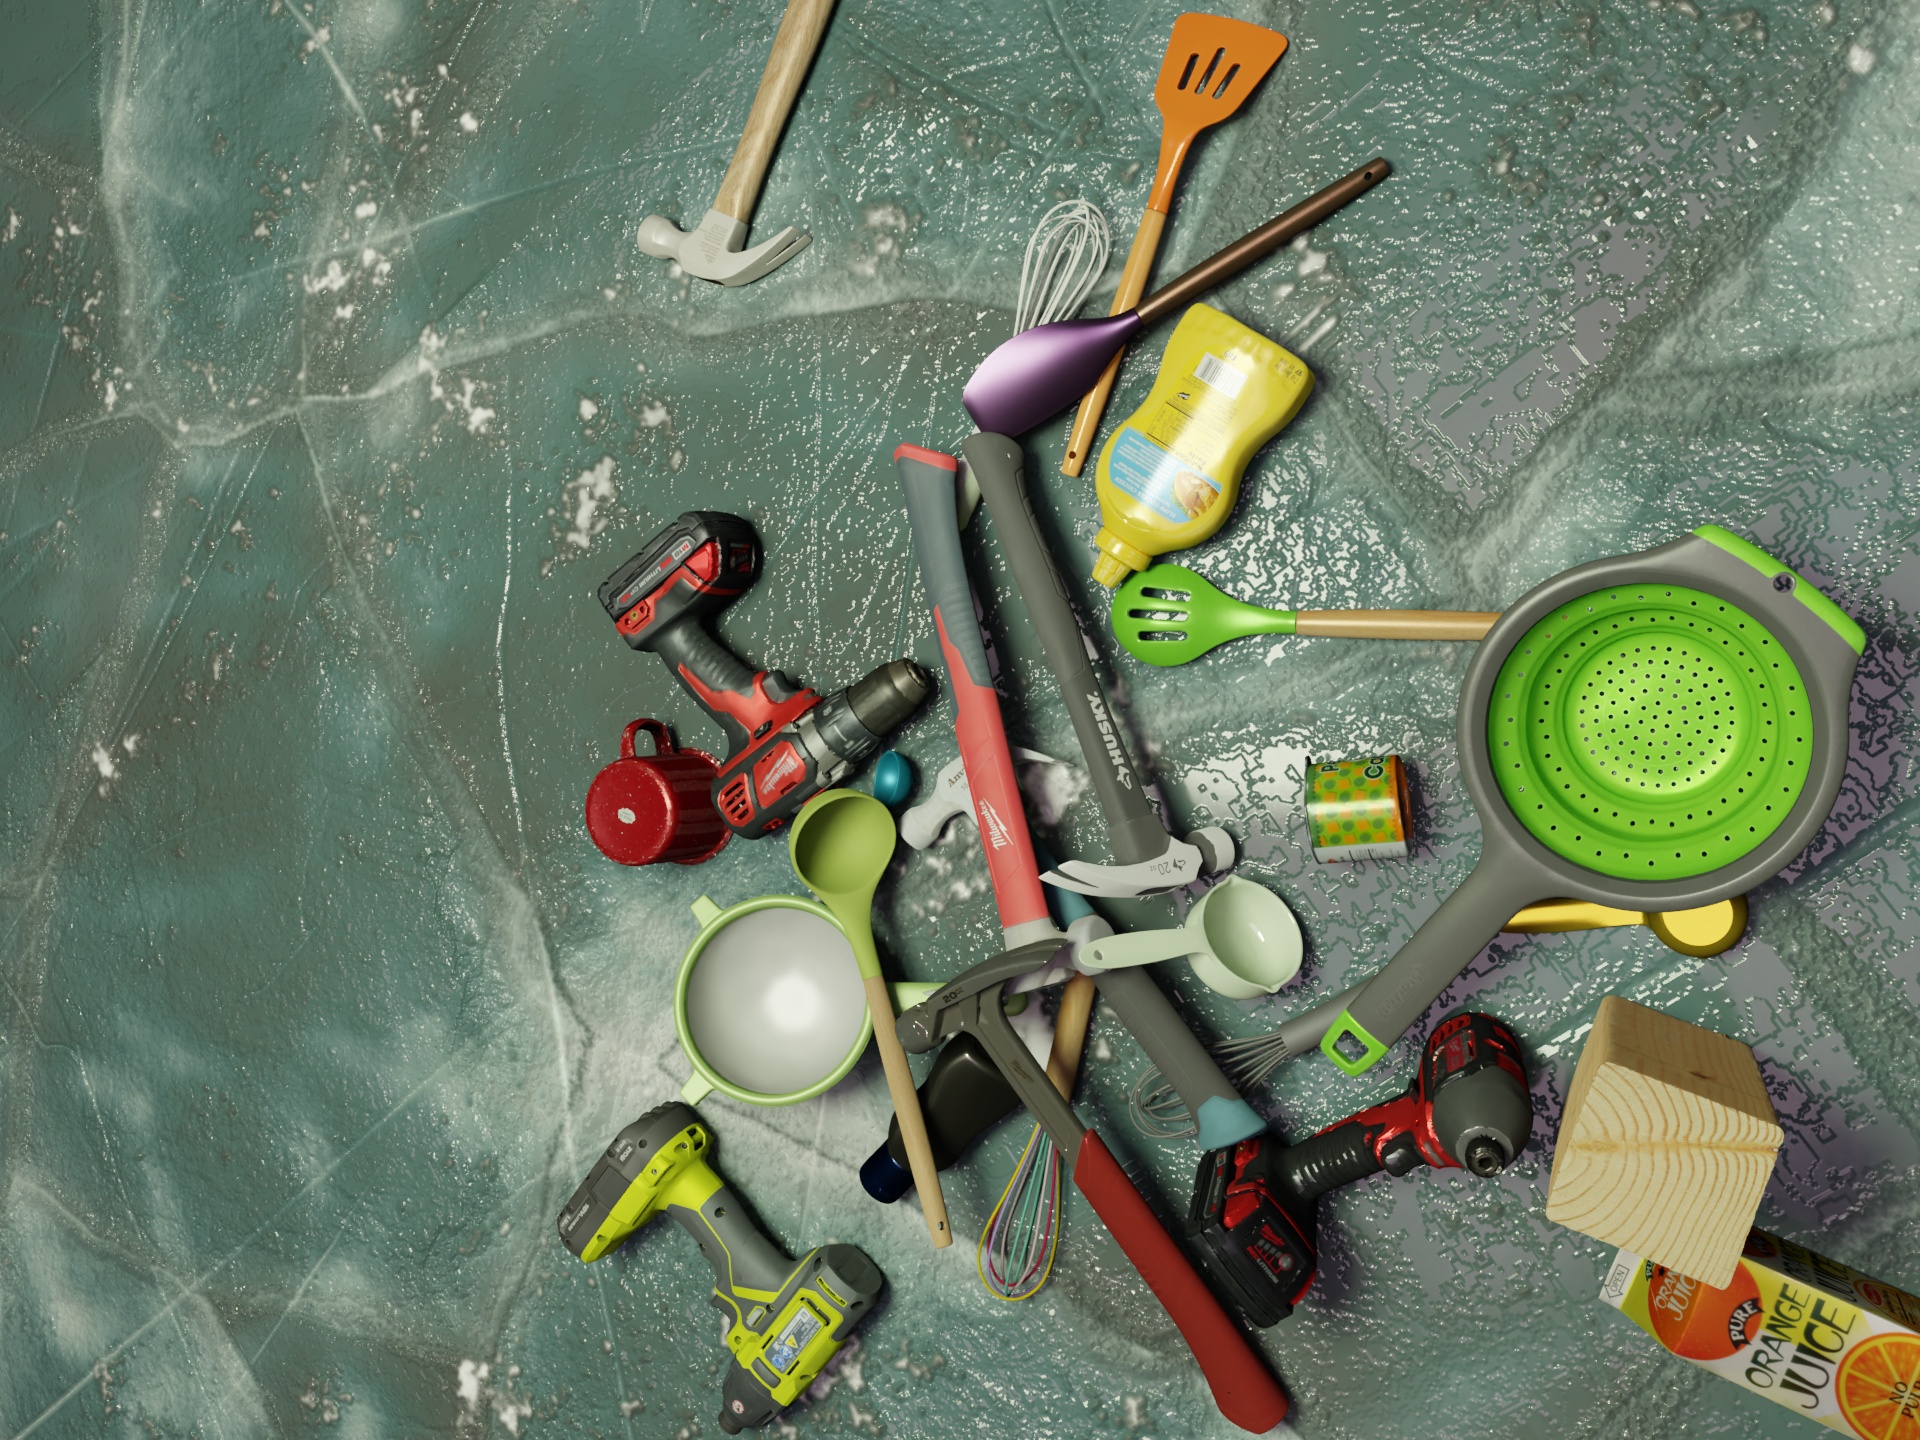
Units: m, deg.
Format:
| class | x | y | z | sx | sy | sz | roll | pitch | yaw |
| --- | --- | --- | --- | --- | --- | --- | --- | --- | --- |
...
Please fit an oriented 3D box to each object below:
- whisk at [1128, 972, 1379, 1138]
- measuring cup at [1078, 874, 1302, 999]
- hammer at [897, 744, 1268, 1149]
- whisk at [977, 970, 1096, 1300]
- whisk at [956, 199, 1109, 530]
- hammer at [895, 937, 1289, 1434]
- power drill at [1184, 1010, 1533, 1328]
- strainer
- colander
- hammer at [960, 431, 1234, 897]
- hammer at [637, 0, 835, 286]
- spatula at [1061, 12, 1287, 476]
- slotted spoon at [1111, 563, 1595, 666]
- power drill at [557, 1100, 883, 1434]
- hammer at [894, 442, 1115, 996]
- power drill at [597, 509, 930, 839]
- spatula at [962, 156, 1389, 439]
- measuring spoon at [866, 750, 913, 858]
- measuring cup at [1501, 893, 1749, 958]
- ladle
| class | x | y | z | sx | sy | sz | roll | pitch | yaw |
| --- | --- | --- | --- | --- | --- | --- | --- | --- | --- |
| whisk | 0.216 | 0.212 | 1.044 | 0.239 | 0.055 | 0.055 | -30 | 79 | 16 |
| measuring cup | 0.142 | 0.148 | 1.023 | 0.038 | 0.167 | 0.083 | -54 | 46 | 52 |
| hammer | 0.088 | 0.149 | 1.072 | 0.128 | 0.033 | 0.331 | -45 | 63 | 16 |
| whisk | 0.057 | 0.289 | 1.113 | 0.047 | 0.051 | 0.245 | 14 | 93 | 27 |
| whisk | 0.039 | -0.245 | 1.115 | 0.246 | 0.059 | 0.058 | -65 | 31 | 15 |
| hammer | 0.108 | 0.310 | 1.040 | 0.149 | 0.037 | 0.359 | -34 | 93 | 37 |
| power drill | 0.250 | 0.273 | 0.977 | 0.219 | 0.143 | 0.078 | -38 | 94 | 20 |
| strainer | -0.078 | 0.206 | 1.165 | 0.256 | 0.069 | 0.151 | -1 | 75 | 5 |
| colander | 0.360 | 0.065 | 0.963 | 0.205 | 0.094 | 0.397 | 43 | 114 | 17 |
| hammer | 0.068 | -0.041 | 1.062 | 0.035 | 0.146 | 0.335 | -34 | 72 | 48 |
| hammer | -0.129 | -0.485 | 1.190 | 0.130 | 0.031 | 0.331 | 27 | 100 | 20 |
| spatula | 0.130 | -0.322 | 1.090 | 0.081 | 0.041 | 0.322 | 23 | 103 | 20 |
| slotted spoon | 0.247 | -0.066 | 1.040 | 0.314 | 0.031 | 0.070 | 3 | 93 | 21 |
| power drill | -0.188 | 0.414 | 1.198 | 0.223 | 0.080 | 0.171 | 40 | 105 | 14 |
| hammer | -0.002 | -0.003 | 1.094 | 0.143 | 0.038 | 0.386 | -21 | 76 | 34 |
| power drill | -0.144 | -0.048 | 1.177 | 0.188 | 0.080 | 0.227 | -36 | 80 | 19 |
| spatula | 0.141 | -0.286 | 1.065 | 0.316 | 0.018 | 0.059 | -29 | 104 | 12 |
| measuring spoon | -0.058 | 0.083 | 1.173 | 0.042 | 0.021 | 0.128 | 46 | 122 | 59 |
| measuring cup | 0.398 | 0.119 | 0.975 | 0.156 | 0.029 | 0.062 | -6 | 88 | 21 |
| ladle | -0.051 | 0.202 | 1.099 | 0.078 | 0.062 | 0.320 | -11 | 76 | -20 |
